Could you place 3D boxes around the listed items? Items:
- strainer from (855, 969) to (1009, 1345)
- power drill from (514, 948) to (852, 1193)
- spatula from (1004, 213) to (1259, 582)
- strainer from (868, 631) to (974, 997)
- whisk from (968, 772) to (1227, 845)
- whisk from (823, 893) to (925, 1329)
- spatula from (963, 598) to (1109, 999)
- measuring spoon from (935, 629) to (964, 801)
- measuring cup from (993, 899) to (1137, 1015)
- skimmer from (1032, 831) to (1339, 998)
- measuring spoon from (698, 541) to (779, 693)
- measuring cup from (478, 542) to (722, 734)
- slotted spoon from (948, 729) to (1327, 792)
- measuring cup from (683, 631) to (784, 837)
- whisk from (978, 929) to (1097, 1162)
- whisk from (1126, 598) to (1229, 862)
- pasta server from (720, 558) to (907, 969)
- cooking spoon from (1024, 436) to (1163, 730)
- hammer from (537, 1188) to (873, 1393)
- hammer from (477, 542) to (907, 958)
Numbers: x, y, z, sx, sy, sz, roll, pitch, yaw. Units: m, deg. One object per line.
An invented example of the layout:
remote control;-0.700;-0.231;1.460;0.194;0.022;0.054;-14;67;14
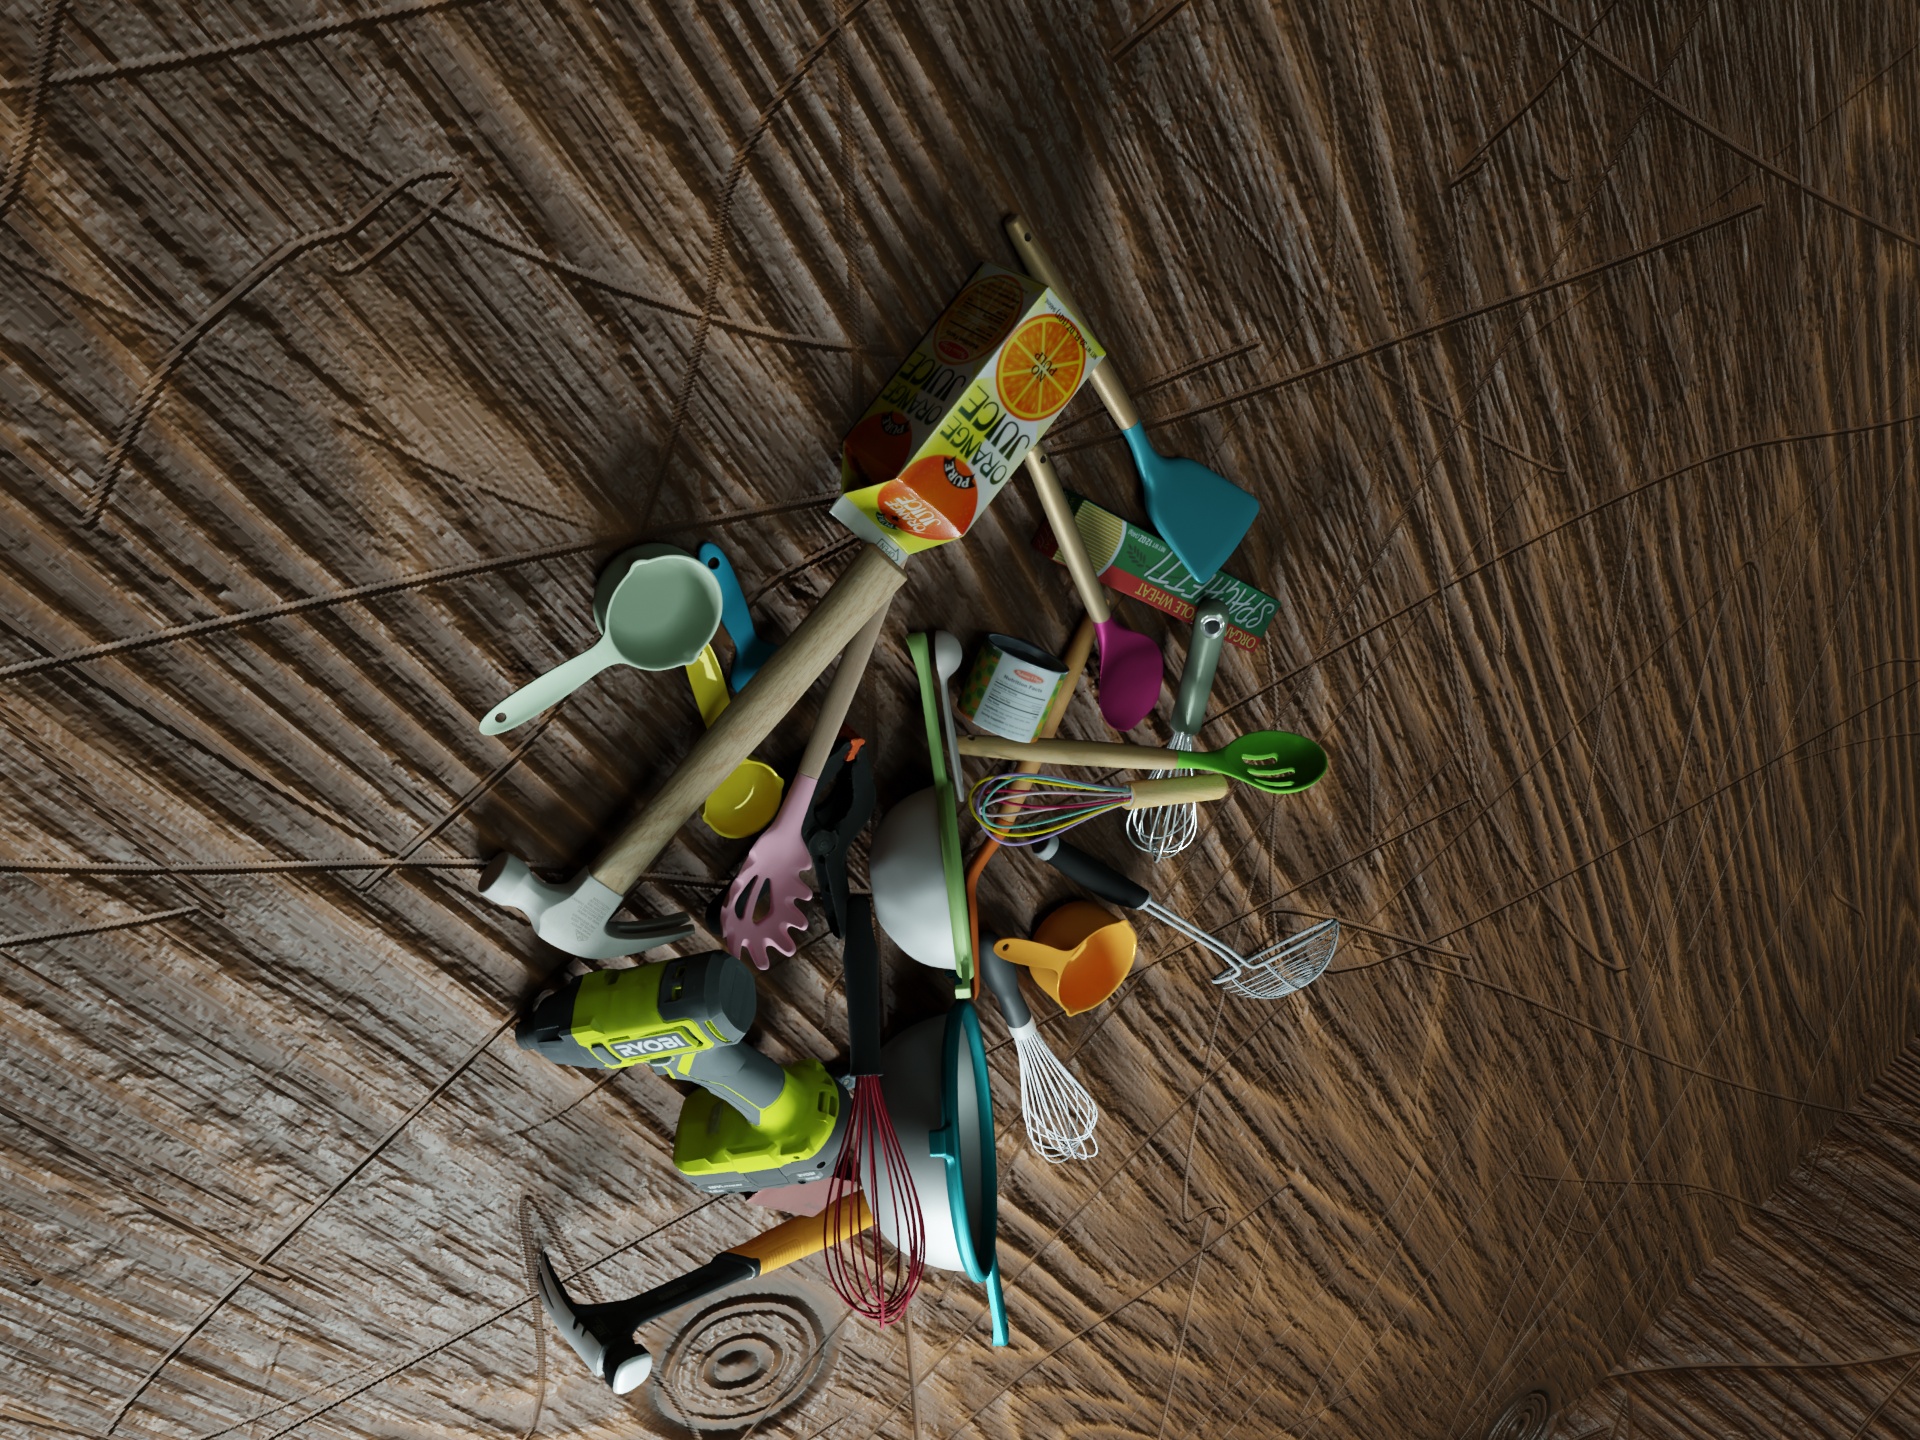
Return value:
strainer;-0.023;0.379;1.261;0.095;0.211;0.340;-5;121;6
power drill;-0.187;0.245;1.109;0.171;0.080;0.223;-14;136;20
spatula;0.116;-0.226;1.108;0.082;0.044;0.317;-53;133;-13
strainer;-0.038;0.065;1.142;0.069;0.151;0.256;-8;103;-1
whisk;0.108;0.055;1.207;0.245;0.047;0.051;-4;116;-35
whisk;-0.065;0.268;1.110;0.073;0.073;0.296;9;69;-39
spatula;0.052;0.057;1.225;0.041;0.081;0.322;22;98;-11
measuring spoon;-0.002;-0.004;1.130;0.018;0.034;0.124;-7;96;7
measuring cup;0.071;0.184;1.303;0.173;0.052;0.095;20;103;-45
skimmer;0.195;0.156;1.389;0.363;0.090;0.127;32;132;-32
measuring spoon;-0.140;-0.061;1.030;0.042;0.021;0.128;-33;132;-17
measuring cup;-0.224;-0.047;0.968;0.167;0.038;0.083;-35;131;-12
slotted spoon;0.138;0.027;1.209;0.313;0.070;0.031;4;129;-21
measuring cup;-0.162;0.007;1.056;0.062;0.029;0.156;-26;122;-23
whisk;0.060;0.281;1.361;0.070;0.070;0.284;-33;125;-16
whisk;0.179;0.011;1.275;0.058;0.059;0.246;9;122;0
pasta server;-0.090;0.013;1.069;0.060;0.040;0.316;21;92;-29
cooking spoon;0.095;-0.092;1.151;0.069;0.017;0.318;-44;142;-12
hammer;-0.163;0.420;1.260;0.336;0.127;0.034;-8;119;-44
hammer;-0.153;0.021;1.026;0.331;0.031;0.130;-48;119;3
